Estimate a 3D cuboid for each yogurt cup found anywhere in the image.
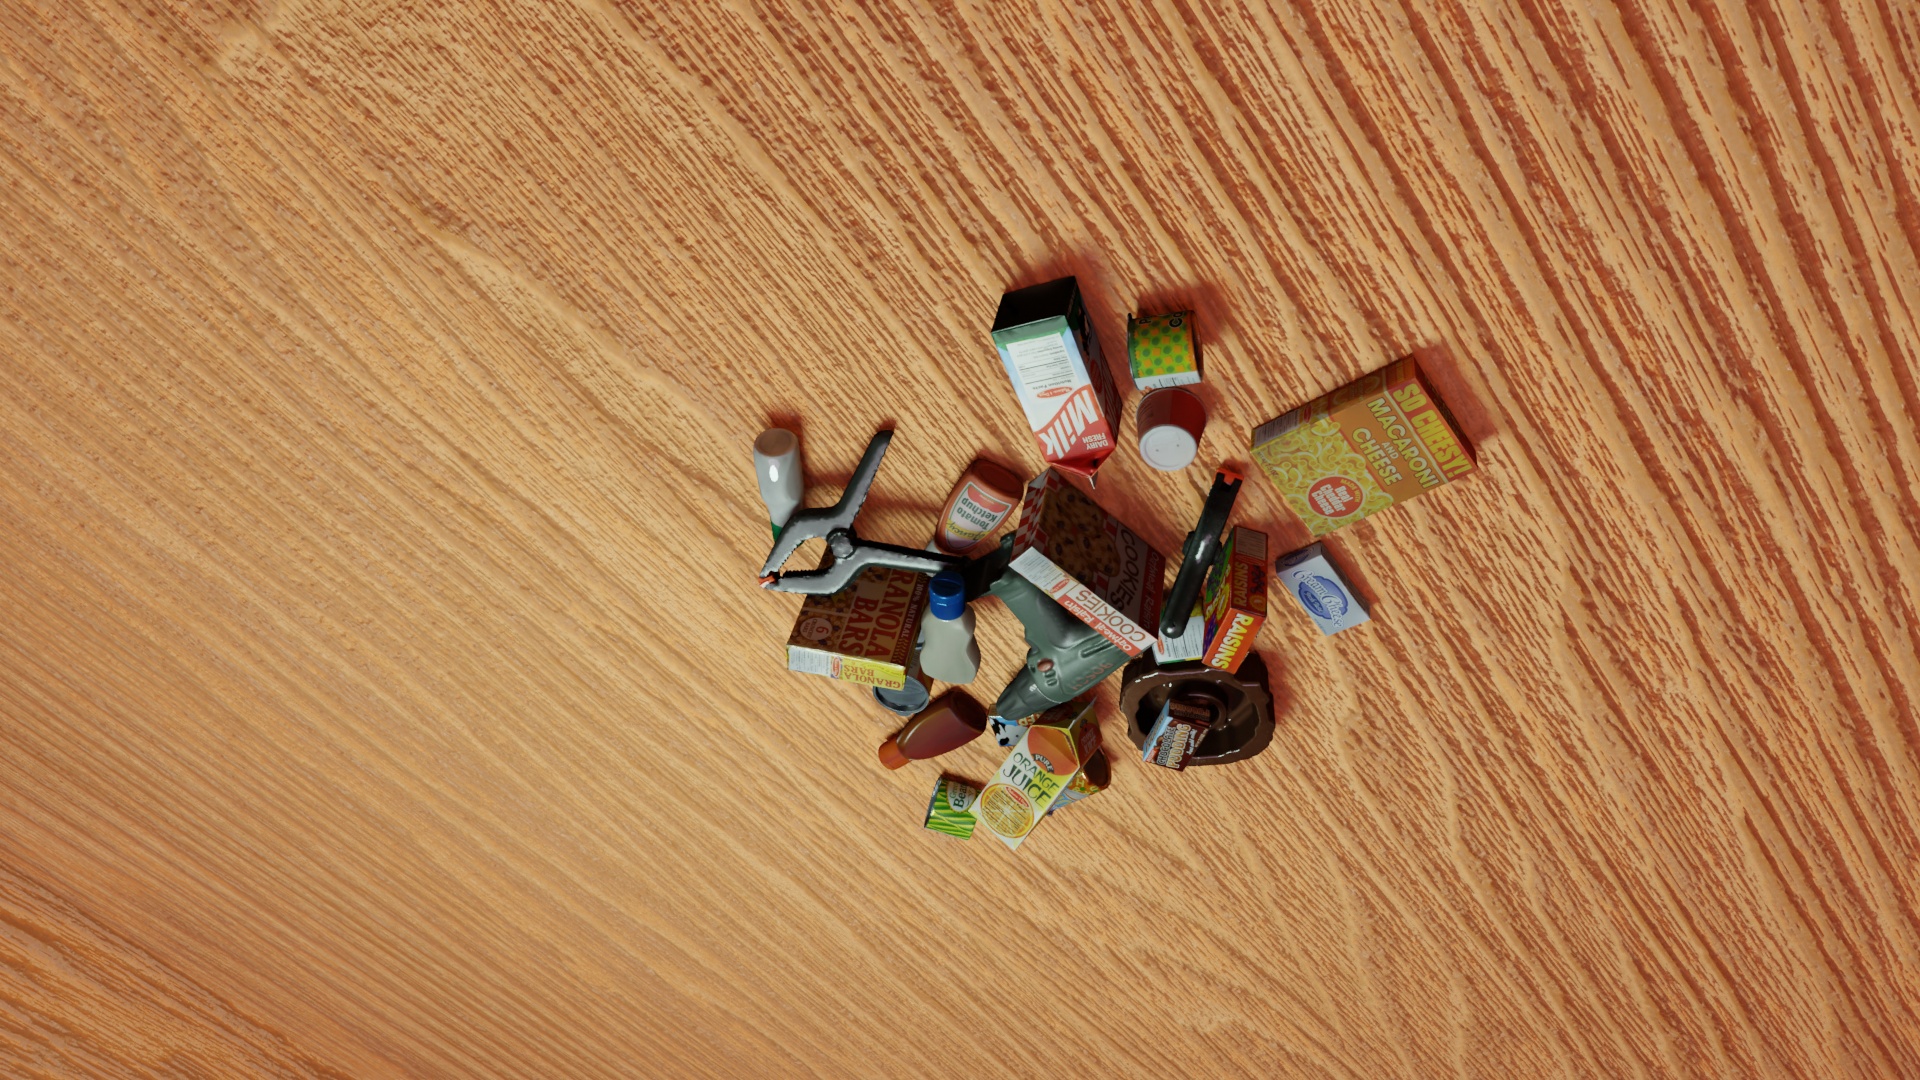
[{"bbox_3d":[0.197,-0.102,1.311,0.072,0.054,0.072,7,131,8],"label":"yogurt cup"}]

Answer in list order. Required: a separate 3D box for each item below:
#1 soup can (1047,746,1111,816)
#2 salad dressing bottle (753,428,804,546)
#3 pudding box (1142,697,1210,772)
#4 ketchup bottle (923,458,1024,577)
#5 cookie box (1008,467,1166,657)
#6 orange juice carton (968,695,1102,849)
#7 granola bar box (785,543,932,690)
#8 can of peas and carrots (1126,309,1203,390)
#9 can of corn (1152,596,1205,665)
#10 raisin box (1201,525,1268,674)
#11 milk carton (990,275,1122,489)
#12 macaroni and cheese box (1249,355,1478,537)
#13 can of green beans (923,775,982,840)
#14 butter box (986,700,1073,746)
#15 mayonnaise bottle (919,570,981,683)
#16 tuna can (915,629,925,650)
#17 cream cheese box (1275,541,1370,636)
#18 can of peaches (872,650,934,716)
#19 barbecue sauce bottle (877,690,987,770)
[{"bbox_3d":[0.129,0.281,1.652,0.083,0.072,0.071,-29,119,32],"label":"soup can"},{"bbox_3d":[-0.185,-0.051,1.446,0.044,0.064,0.146,6,139,6],"label":"salad dressing bottle"},{"bbox_3d":[0.235,0.213,1.518,0.050,0.030,0.083,17,133,-3],"label":"pudding box"},{"bbox_3d":[0.005,-0.018,1.438,0.065,0.044,0.148,30,131,-8],"label":"ketchup bottle"},{"bbox_3d":[0.131,0.022,1.389,0.167,0.123,0.040,37,129,-18],"label":"cookie box"},{"bbox_3d":[0.095,0.255,1.580,0.073,0.072,0.191,39,120,12],"label":"orange juice carton"},{"bbox_3d":[-0.102,0.076,1.463,0.124,0.166,0.038,10,131,5],"label":"granola bar box"},{"bbox_3d":[0.184,-0.173,1.246,0.058,0.071,0.070,-6,129,18],"label":"can of peas and carrots"},{"bbox_3d":[0.232,0.093,1.466,0.058,0.071,0.071,-9,128,14],"label":"can of corn"},{"bbox_3d":[0.274,0.058,1.386,0.040,0.124,0.085,17,132,-1],"label":"raisin box"},{"bbox_3d":[0.099,-0.141,1.289,0.073,0.073,0.189,-11,126,22],"label":"milk carton"},{"bbox_3d":[0.374,-0.085,1.293,0.166,0.040,0.123,-26,120,31],"label":"macaroni and cheese box"},{"bbox_3d":[-0.009,0.336,1.735,0.058,0.071,0.070,17,132,-2],"label":"can of green beans"},{"bbox_3d":[0.088,0.214,1.634,0.103,0.024,0.053,-7,127,19],"label":"butter box"},{"bbox_3d":[-0.012,0.091,1.440,0.065,0.041,0.147,12,140,11],"label":"mayonnaise bottle"},{"bbox_3d":[-0.051,0.089,1.552,0.071,0.033,0.070,7,132,8],"label":"tuna can"},{"bbox_3d":[0.372,0.050,1.423,0.053,0.024,0.103,-27,120,30],"label":"cream cheese box"},{"bbox_3d":[-0.063,0.158,1.598,0.071,0.058,0.070,6,132,7],"label":"can of peaches"},{"bbox_3d":[-0.039,0.234,1.669,0.065,0.044,0.148,40,128,-21],"label":"barbecue sauce bottle"}]
